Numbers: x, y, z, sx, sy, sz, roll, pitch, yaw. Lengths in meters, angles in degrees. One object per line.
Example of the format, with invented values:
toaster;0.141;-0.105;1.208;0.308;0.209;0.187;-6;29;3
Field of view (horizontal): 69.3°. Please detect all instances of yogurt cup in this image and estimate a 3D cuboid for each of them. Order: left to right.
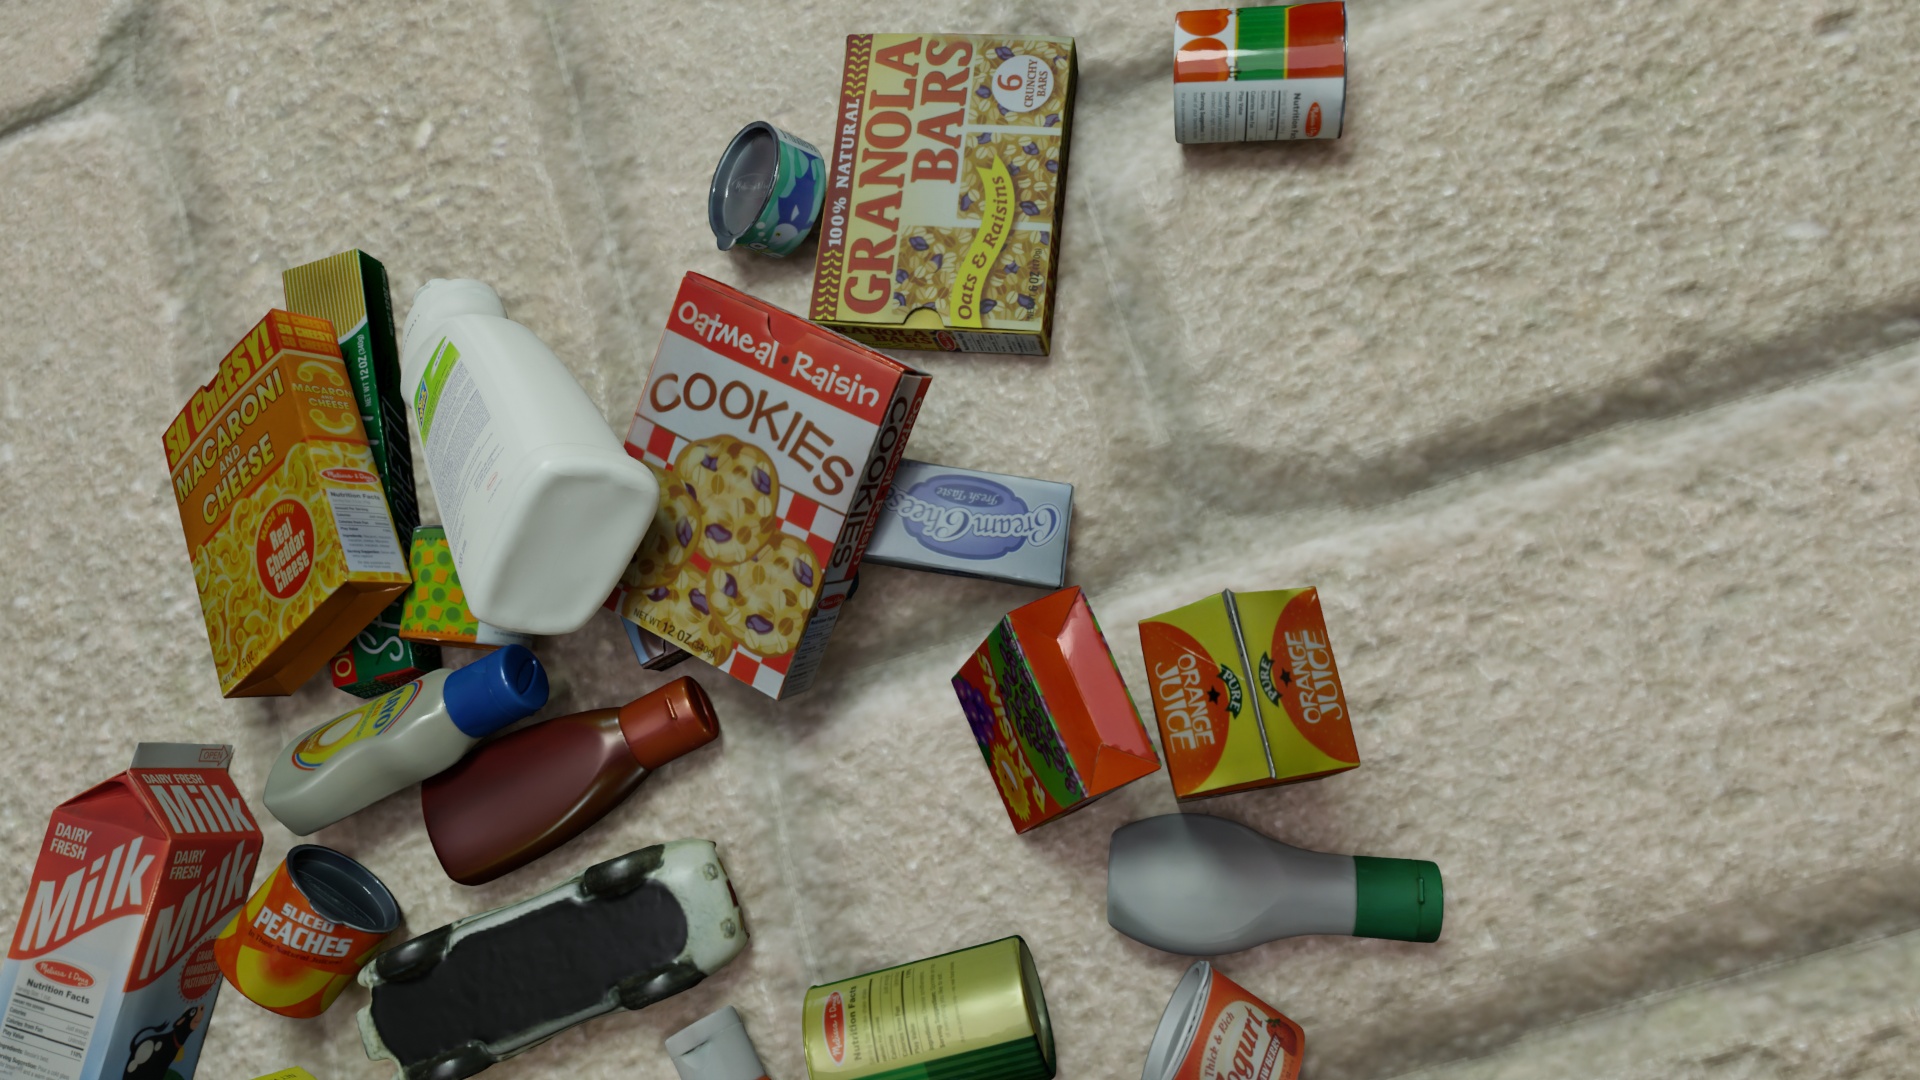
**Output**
yogurt cup;0.117;0.231;0.619;0.054;0.072;0.072;25;85;6

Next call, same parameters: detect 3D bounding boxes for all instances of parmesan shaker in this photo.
parmesan shaker;-0.013;0.229;0.639;0.103;0.071;0.071;-16;77;6

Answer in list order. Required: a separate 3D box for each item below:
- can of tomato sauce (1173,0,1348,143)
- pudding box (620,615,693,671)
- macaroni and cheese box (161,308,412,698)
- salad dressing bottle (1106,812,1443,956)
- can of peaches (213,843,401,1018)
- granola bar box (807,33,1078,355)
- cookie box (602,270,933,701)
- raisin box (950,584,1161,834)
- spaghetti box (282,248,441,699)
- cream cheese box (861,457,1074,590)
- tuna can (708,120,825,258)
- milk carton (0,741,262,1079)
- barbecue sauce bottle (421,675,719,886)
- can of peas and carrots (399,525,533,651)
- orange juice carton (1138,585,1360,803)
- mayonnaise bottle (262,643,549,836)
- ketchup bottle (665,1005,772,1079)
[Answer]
can of tomato sauce;0.151;-0.238;0.705;0.083;0.071;0.071;1;79;11
pudding box;-0.157;0.021;0.725;0.049;0.030;0.084;-27;76;3
macaroni and cheese box;-0.360;-0.019;0.733;0.123;0.040;0.167;-36;68;26
salad dressing bottle;0.142;0.161;0.638;0.148;0.043;0.064;3;62;9
can of peaches;-0.329;0.197;0.700;0.071;0.071;0.058;40;89;15
granola bar box;-0.007;-0.185;0.735;0.124;0.039;0.166;4;79;11
cookie box;-0.101;-0.027;0.662;0.123;0.040;0.167;26;101;17
raisin box;0.039;0.080;0.630;0.040;0.123;0.086;-20;76;-18
spaghetti box;-0.332;-0.040;0.769;0.050;0.028;0.250;-15;77;8
cream cheese box;0.002;-0.009;0.694;0.104;0.024;0.053;9;80;-3
tuna can;-0.104;-0.183;0.739;0.071;0.033;0.071;-18;66;45
milk carton;-0.428;0.198;0.716;0.073;0.072;0.190;11;82;12
barbecue sauce bottle;-0.197;0.117;0.707;0.148;0.043;0.065;-27;69;3
can of peas and carrots;-0.256;0.026;0.724;0.071;0.071;0.059;2;80;10
orange juice carton;0.118;0.069;0.584;0.073;0.192;0.072;-12;77;7
mayonnaise bottle;-0.280;0.097;0.706;0.148;0.065;0.041;-26;118;14
ketchup bottle;-0.091;0.295;0.653;0.065;0.043;0.149;-31;75;3
